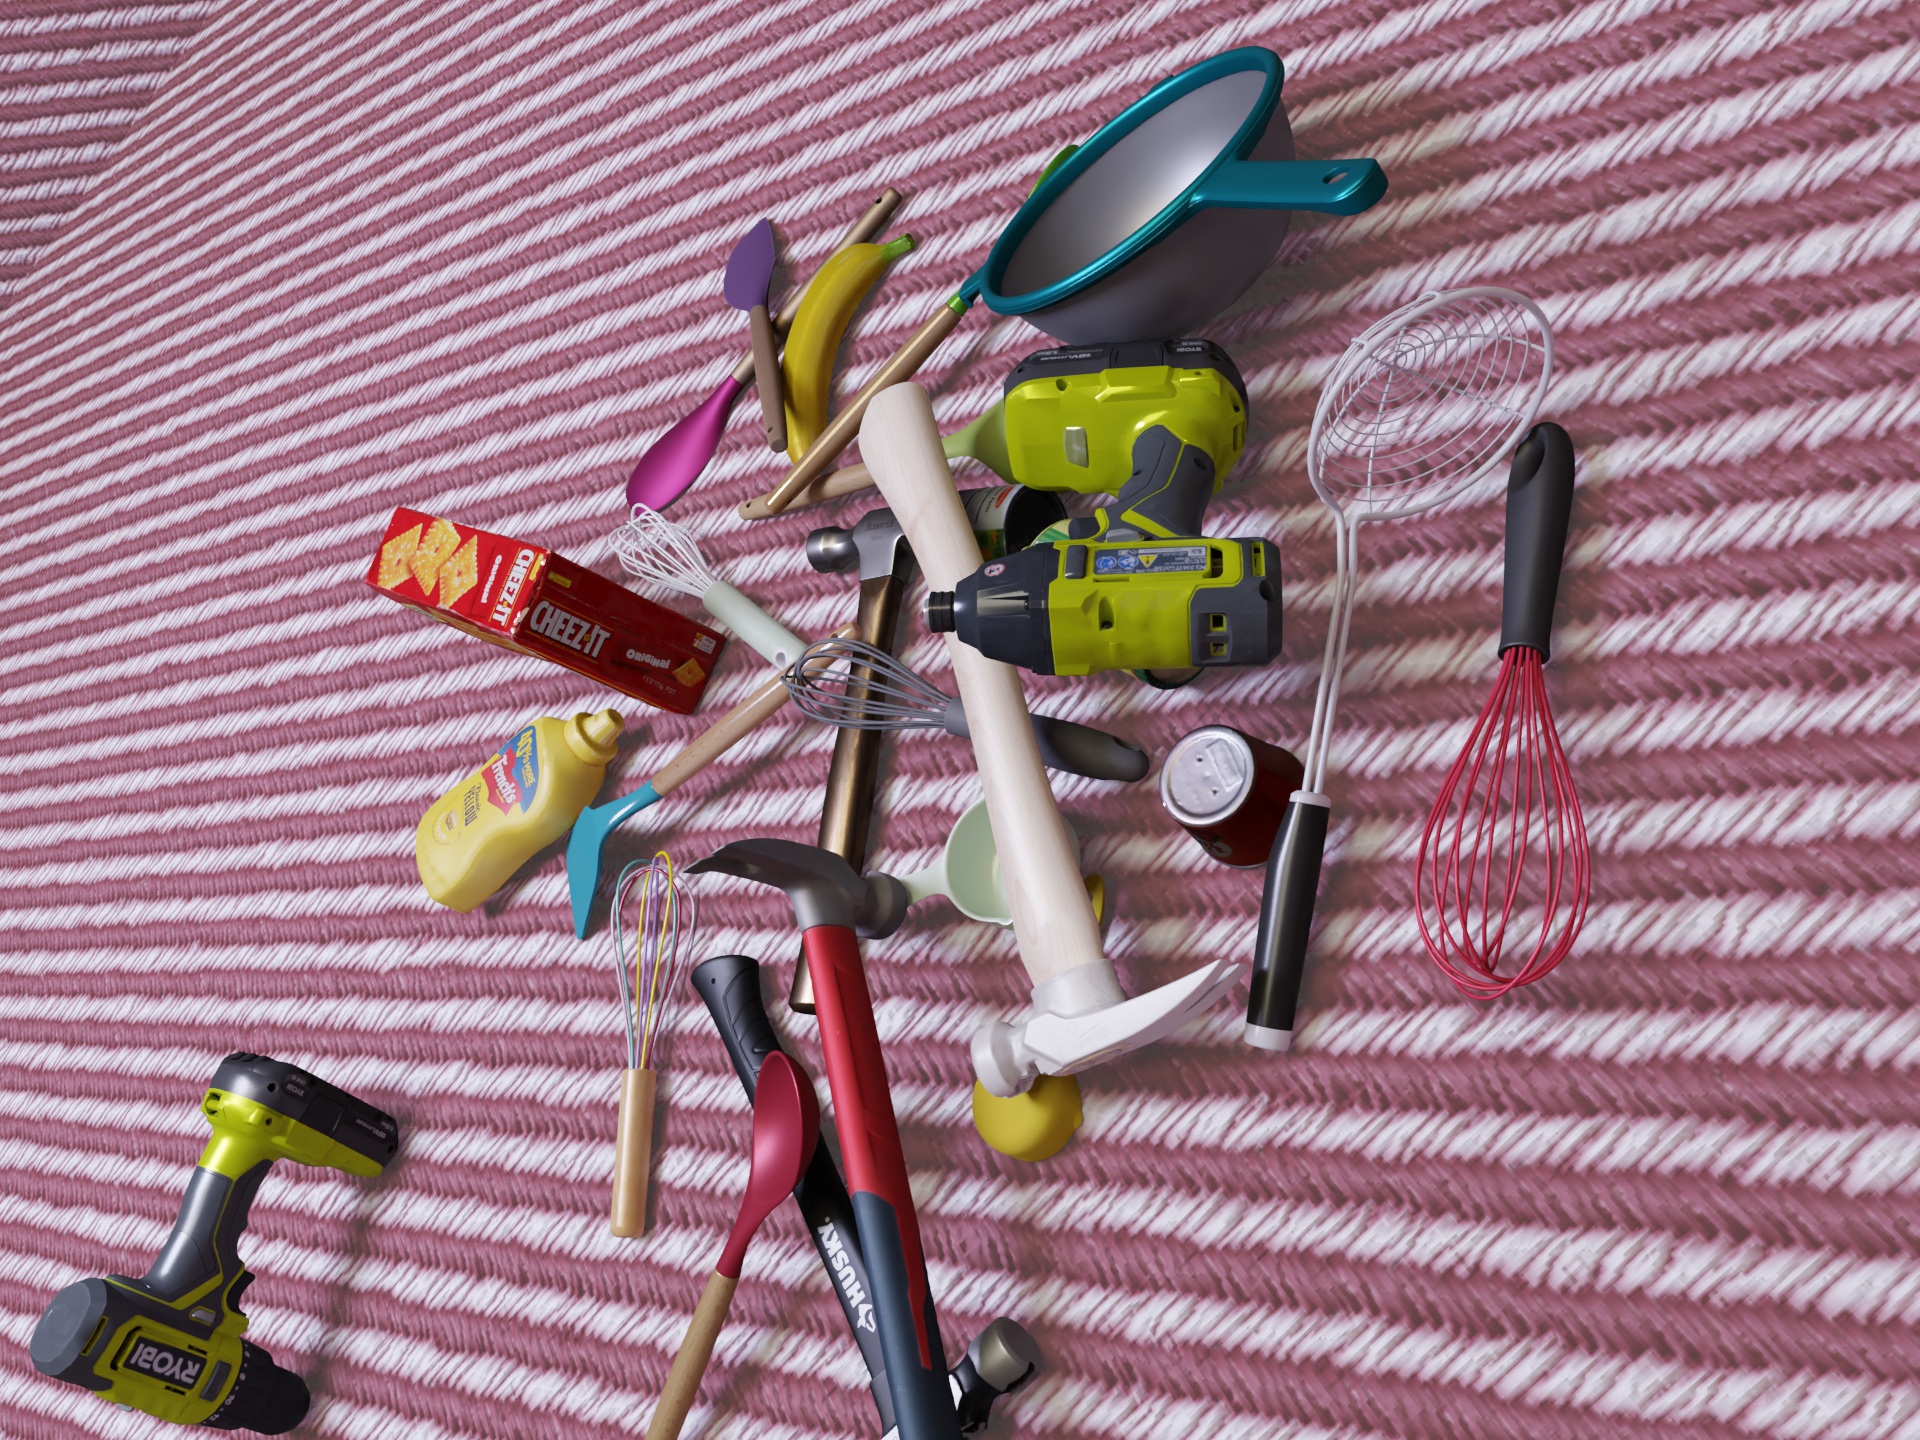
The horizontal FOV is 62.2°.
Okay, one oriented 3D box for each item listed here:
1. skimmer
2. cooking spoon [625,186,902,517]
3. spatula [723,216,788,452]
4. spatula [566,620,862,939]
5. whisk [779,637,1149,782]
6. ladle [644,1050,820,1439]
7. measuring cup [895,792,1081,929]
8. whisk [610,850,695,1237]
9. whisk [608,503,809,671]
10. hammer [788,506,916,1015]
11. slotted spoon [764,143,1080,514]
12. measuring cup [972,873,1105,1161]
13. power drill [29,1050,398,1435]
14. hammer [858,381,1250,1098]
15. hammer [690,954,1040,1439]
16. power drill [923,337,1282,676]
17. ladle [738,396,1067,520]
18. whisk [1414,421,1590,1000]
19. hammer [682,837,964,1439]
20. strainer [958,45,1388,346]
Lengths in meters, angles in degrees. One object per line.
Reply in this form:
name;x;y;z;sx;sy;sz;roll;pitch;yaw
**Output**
skimmer;0.197;-0.019;0.748;0.090;0.127;0.363;8;86;53
cooking spoon;-0.154;-0.280;1.214;0.319;0.017;0.069;-46;49;13
spatula;-0.149;-0.288;1.182;0.059;0.018;0.316;-40;38;22
spatula;-0.175;0.032;1.058;0.317;0.044;0.082;-37;50;23
whisk;-0.001;-0.002;0.919;0.239;0.055;0.055;16;80;25
ladle;-0.137;0.325;0.873;0.069;0.031;0.315;38;109;57
measuring cup;-0.004;0.096;0.905;0.167;0.038;0.083;-25;56;29
whisk;-0.203;0.201;1.014;0.047;0.051;0.245;-11;66;29
whisk;-0.176;-0.091;1.130;0.247;0.059;0.057;37;131;39
hammer;-0.063;0.018;0.994;0.130;0.031;0.331;-8;66;37
slotted spoon;-0.021;-0.253;1.060;0.313;0.070;0.031;-45;77;10
measuring cup;0.046;0.154;0.842;0.062;0.029;0.156;7;76;41
power drill;-0.488;0.364;1.091;0.080;0.190;0.229;-3;54;38
hammer;0.024;-0.018;0.857;0.146;0.038;0.411;-29;62;26
hammer;-0.086;0.262;0.895;0.146;0.035;0.335;-45;49;12
power drill;0.076;-0.110;0.830;0.171;0.080;0.223;-1;41;9
ladle;-0.036;-0.163;1.058;0.320;0.062;0.078;-8;62;44
whisk;0.259;-0.013;0.734;0.073;0.073;0.296;-5;61;37
hammer;-0.046;0.239;0.769;0.038;0.143;0.387;-31;58;28
strainer;0.143;-0.266;0.874;0.211;0.095;0.341;-46;28;-3
